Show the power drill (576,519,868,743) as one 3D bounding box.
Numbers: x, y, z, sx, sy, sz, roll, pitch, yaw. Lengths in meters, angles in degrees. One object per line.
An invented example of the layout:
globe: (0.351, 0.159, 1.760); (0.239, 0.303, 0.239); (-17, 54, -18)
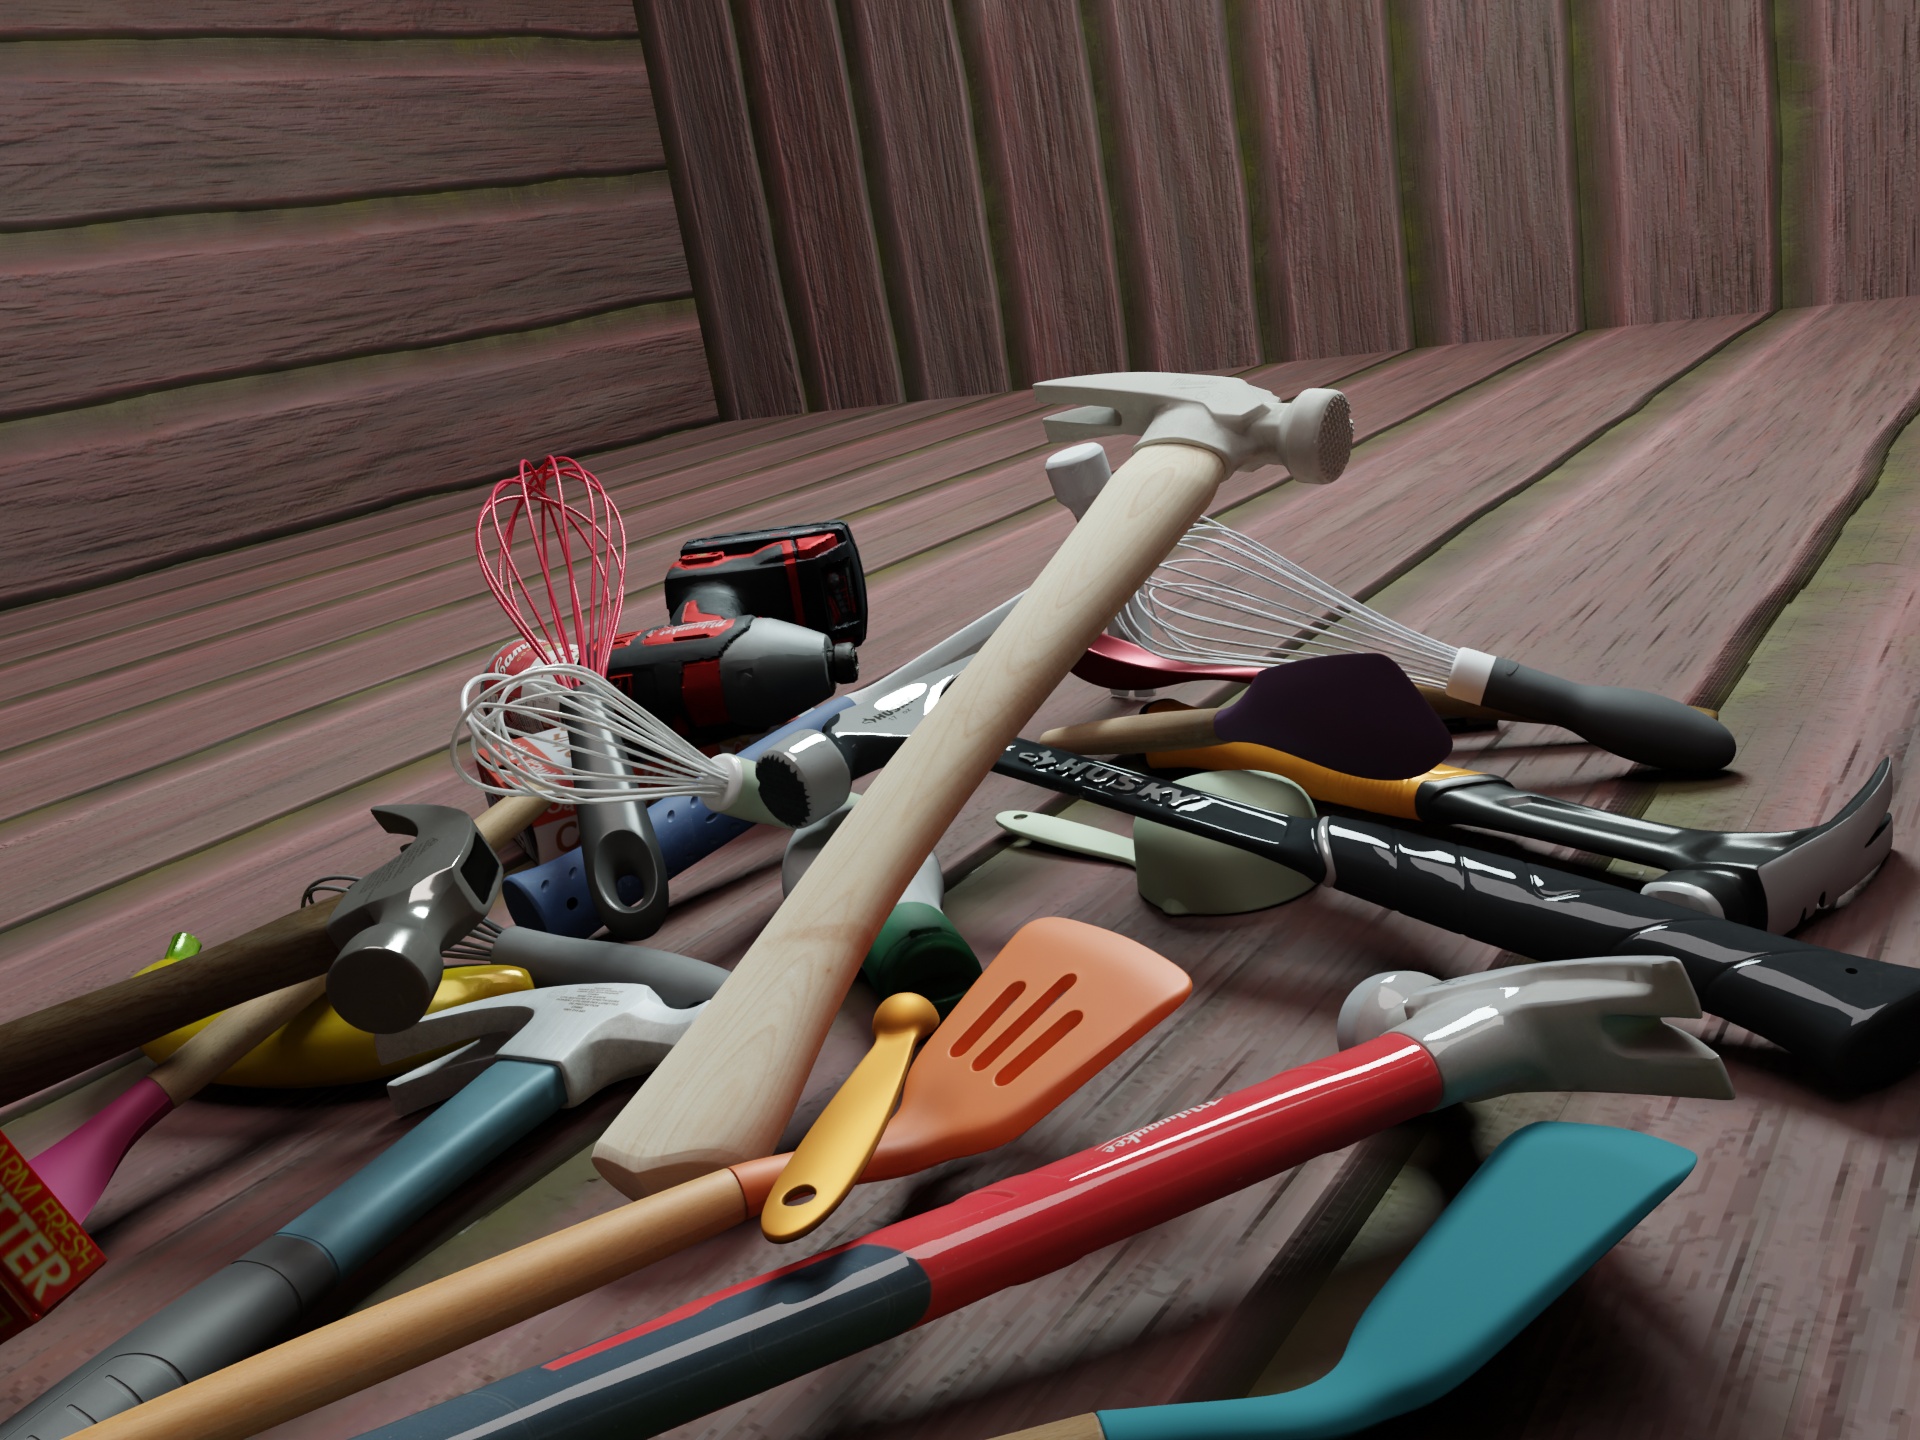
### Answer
power drill: (-0.117, -0.049, 0.896); (0.143, 0.078, 0.220); (-6, 19, 7)

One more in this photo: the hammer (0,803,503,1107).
hammer: (-0.308, 0.109, 0.554); (0.331, 0.031, 0.130); (-22, 22, 10)

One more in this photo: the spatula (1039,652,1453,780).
spatula: (0.105, 0.005, 0.691); (0.018, 0.059, 0.316); (-43, 12, -18)

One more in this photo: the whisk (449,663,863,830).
whisk: (-0.105, 0.025, 0.653); (0.246, 0.059, 0.058); (22, 22, -52)

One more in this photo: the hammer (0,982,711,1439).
hammer: (-0.194, 0.160, 0.445); (0.128, 0.033, 0.331); (0, 19, 27)

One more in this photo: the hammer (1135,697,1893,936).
hammer: (0.197, 0.026, 0.665); (0.127, 0.034, 0.337); (-21, 19, -30)

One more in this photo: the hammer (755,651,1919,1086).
hammer: (0.116, 0.040, 0.564); (0.409, 0.036, 0.149); (16, 34, 39)

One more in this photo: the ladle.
ladle: (0.189, -0.017, 0.759); (0.315, 0.031, 0.069); (7, 10, 20)

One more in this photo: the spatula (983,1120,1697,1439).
spatula: (0.003, 0.152, 0.340); (0.317, 0.044, 0.082); (-14, -7, -7)

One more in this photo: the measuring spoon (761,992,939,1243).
measuring spoon: (-0.028, 0.097, 0.409); (0.021, 0.011, 0.117); (-8, 14, 16)

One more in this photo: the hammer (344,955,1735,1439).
hammer: (-0.018, 0.132, 0.363); (0.386, 0.038, 0.143); (-18, -7, -15)

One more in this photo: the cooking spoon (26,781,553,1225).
cooking spoon: (-0.260, 0.113, 0.560); (0.069, 0.017, 0.319); (6, 36, 37)

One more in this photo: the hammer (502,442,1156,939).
hammer: (-0.042, 0.000, 0.791); (0.405, 0.144, 0.035); (-33, 22, -35)

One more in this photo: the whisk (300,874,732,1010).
whisk: (-0.179, 0.097, 0.636); (0.239, 0.055, 0.055); (5, 22, 29)

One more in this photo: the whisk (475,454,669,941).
whisk: (-0.171, -0.022, 0.717); (0.073, 0.073, 0.296); (-13, 50, -12)

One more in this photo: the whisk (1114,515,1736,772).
whisk: (0.194, -0.029, 0.706); (0.285, 0.070, 0.070); (19, 26, 19)

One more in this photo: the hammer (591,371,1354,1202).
hammer: (-0.001, -0.002, 0.586); (0.146, 0.038, 0.411); (12, 50, 34)

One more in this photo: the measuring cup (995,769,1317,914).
measuring cup: (0.075, 0.041, 0.675); (0.168, 0.038, 0.083); (10, 25, 44)

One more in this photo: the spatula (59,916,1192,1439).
spatula: (-0.083, 0.125, 0.418); (0.322, 0.041, 0.081); (-16, 16, -28)
